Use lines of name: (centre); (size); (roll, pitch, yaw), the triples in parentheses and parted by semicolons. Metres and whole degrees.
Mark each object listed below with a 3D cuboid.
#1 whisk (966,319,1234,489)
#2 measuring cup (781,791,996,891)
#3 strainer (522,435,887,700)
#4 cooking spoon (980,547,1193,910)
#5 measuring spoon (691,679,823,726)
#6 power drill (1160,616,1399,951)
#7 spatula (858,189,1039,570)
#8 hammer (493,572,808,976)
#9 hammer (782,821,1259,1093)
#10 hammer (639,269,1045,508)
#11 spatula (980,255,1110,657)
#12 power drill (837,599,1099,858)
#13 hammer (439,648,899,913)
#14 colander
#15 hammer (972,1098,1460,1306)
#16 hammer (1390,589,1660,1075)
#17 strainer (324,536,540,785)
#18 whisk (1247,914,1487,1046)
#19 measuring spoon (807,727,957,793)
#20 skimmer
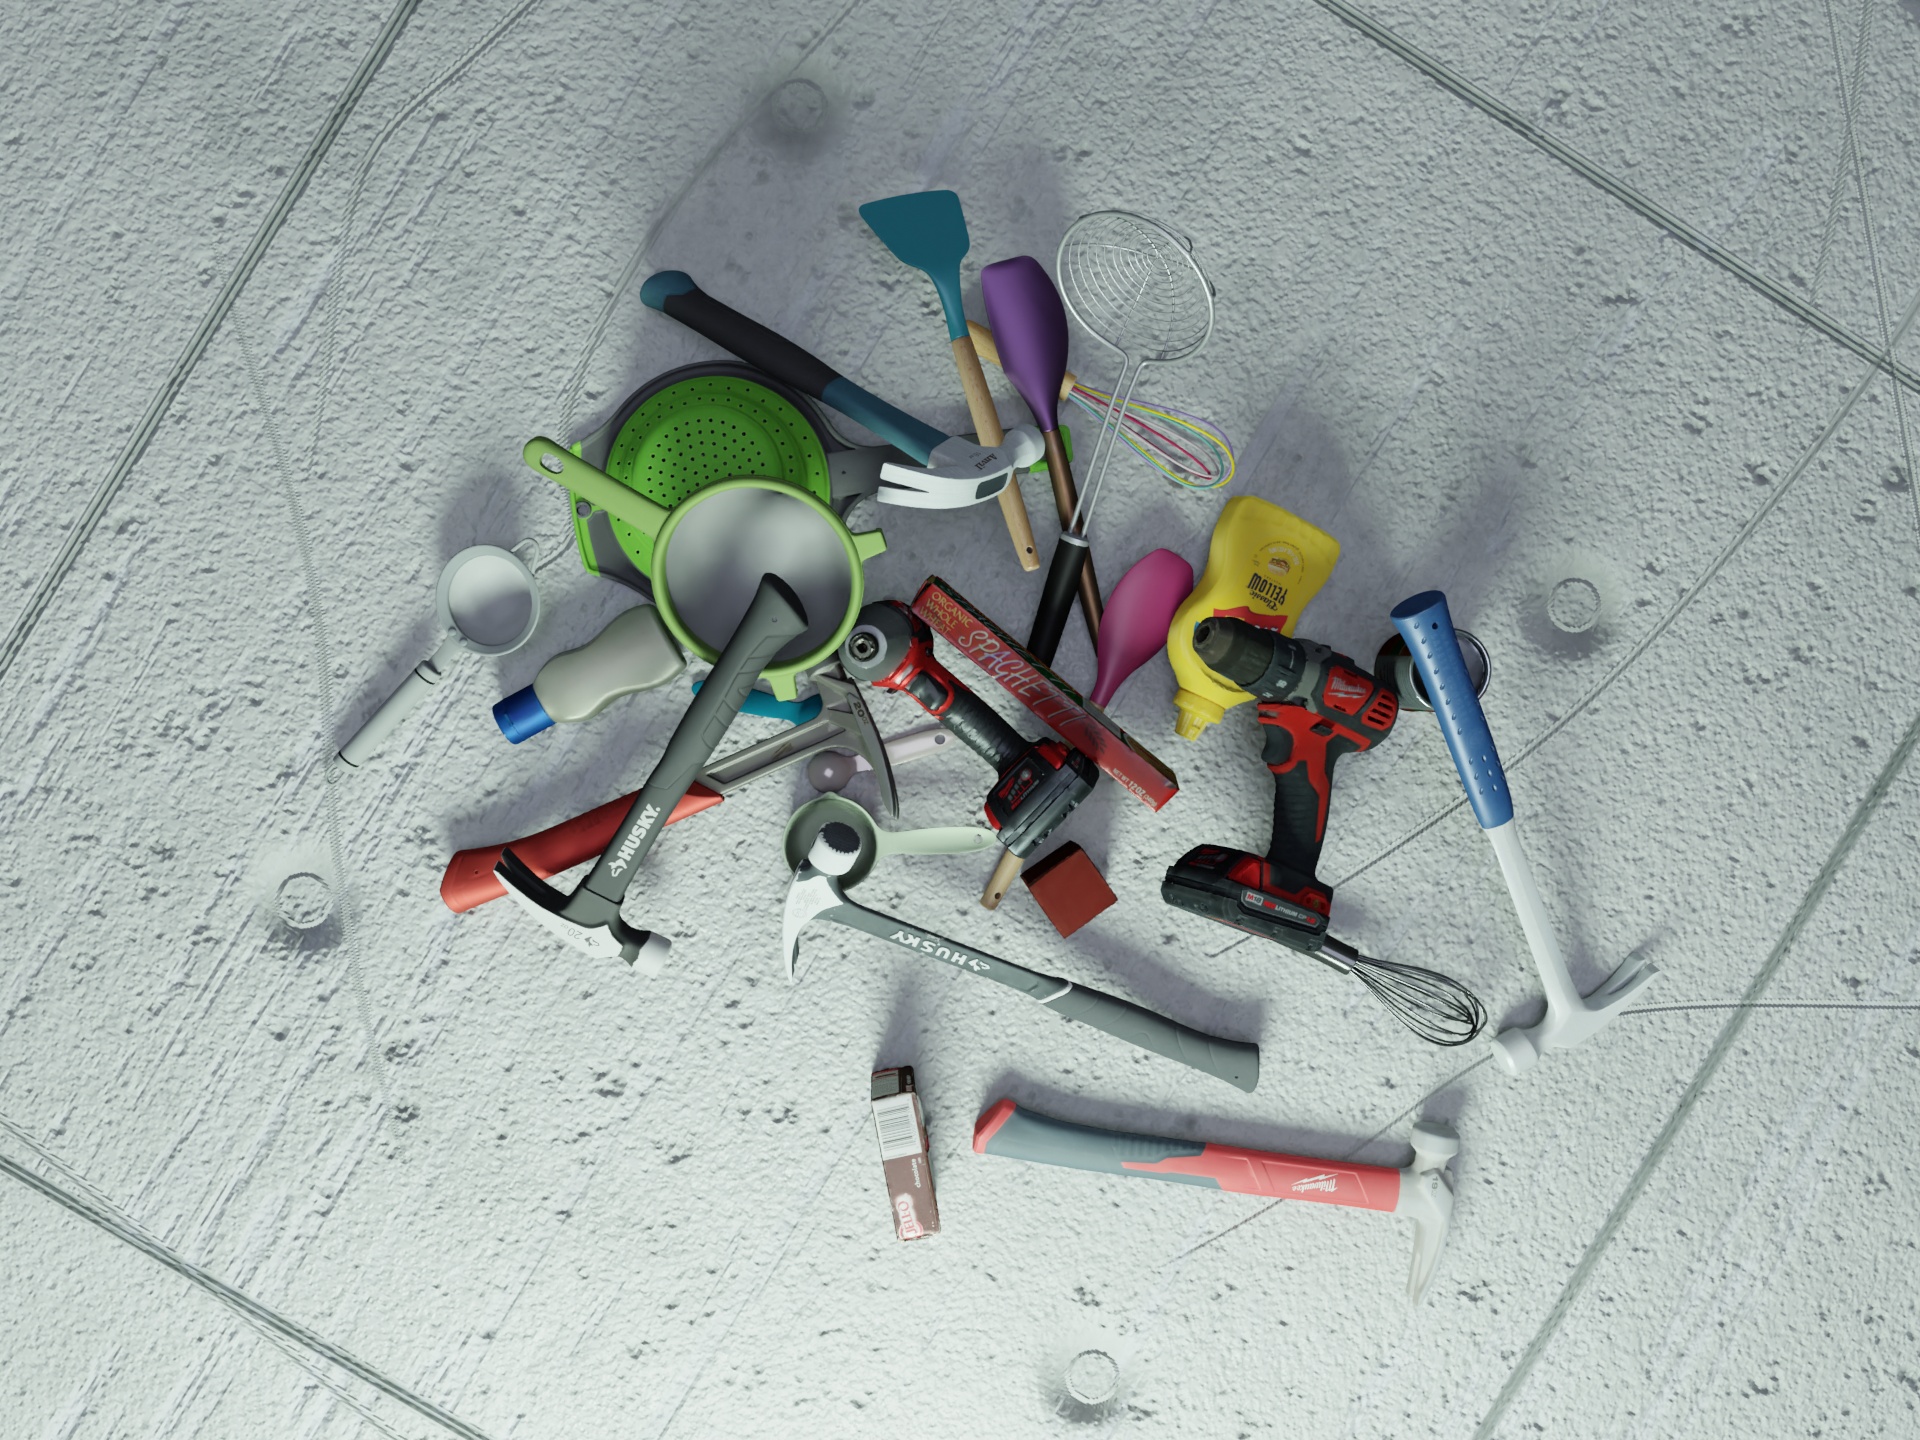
whisk: (0.104, -0.247, 1.253); (0.245, 0.047, 0.051); (29, 78, 1)
measuring cup: (-0.056, 0.095, 1.255); (0.167, 0.038, 0.083); (-2, 91, -4)
strainer: (-0.187, -0.136, 1.134); (0.256, 0.069, 0.151); (29, 113, -9)
cooking spoon: (0.097, 0.010, 1.262); (0.068, 0.017, 0.319); (27, 93, -27)
measuring spoon: (-0.150, -0.011, 1.255); (0.128, 0.021, 0.042); (14, 91, -3)
power drill: (0.228, 0.043, 1.199); (0.187, 0.080, 0.227); (22, 83, -29)
spatula: (0.007, -0.265, 1.222); (0.082, 0.044, 0.317); (-16, 87, -17)
hammer: (-0.211, 0.034, 1.152); (0.146, 0.035, 0.334); (29, 112, -13)
hammer: (0.052, 0.209, 1.243); (0.409, 0.036, 0.149); (23, 126, -9)
hammer: (-0.104, -0.254, 1.188); (0.331, 0.033, 0.128); (33, 47, 18)
spatula: (0.078, -0.201, 1.238); (0.060, 0.018, 0.316); (-15, 102, -6)
power drill: (-0.002, -0.004, 1.191); (0.219, 0.143, 0.078); (44, 99, 3)
hammer: (-0.230, 0.074, 1.228); (0.359, 0.036, 0.149); (-24, 78, 3)
colander: (-0.107, -0.191, 1.216); (0.397, 0.094, 0.204); (-8, 92, -2)
hammer: (0.200, 0.371, 1.272); (0.386, 0.038, 0.143); (8, 93, -3)
hammer: (0.420, 0.083, 1.221); (0.144, 0.035, 0.405); (-28, 110, -3)
strainer: (-0.408, -0.045, 1.236); (0.087, 0.050, 0.258); (44, 95, 3)
whisk: (0.310, 0.194, 1.271); (0.239, 0.055, 0.055); (28, 90, 2)
measuring spoon: (-0.061, 0.028, 1.262); (0.124, 0.018, 0.034); (-17, 92, -3)
skimmer: (0.090, -0.189, 1.177); (0.127, 0.090, 0.363); (25, 111, 21)
